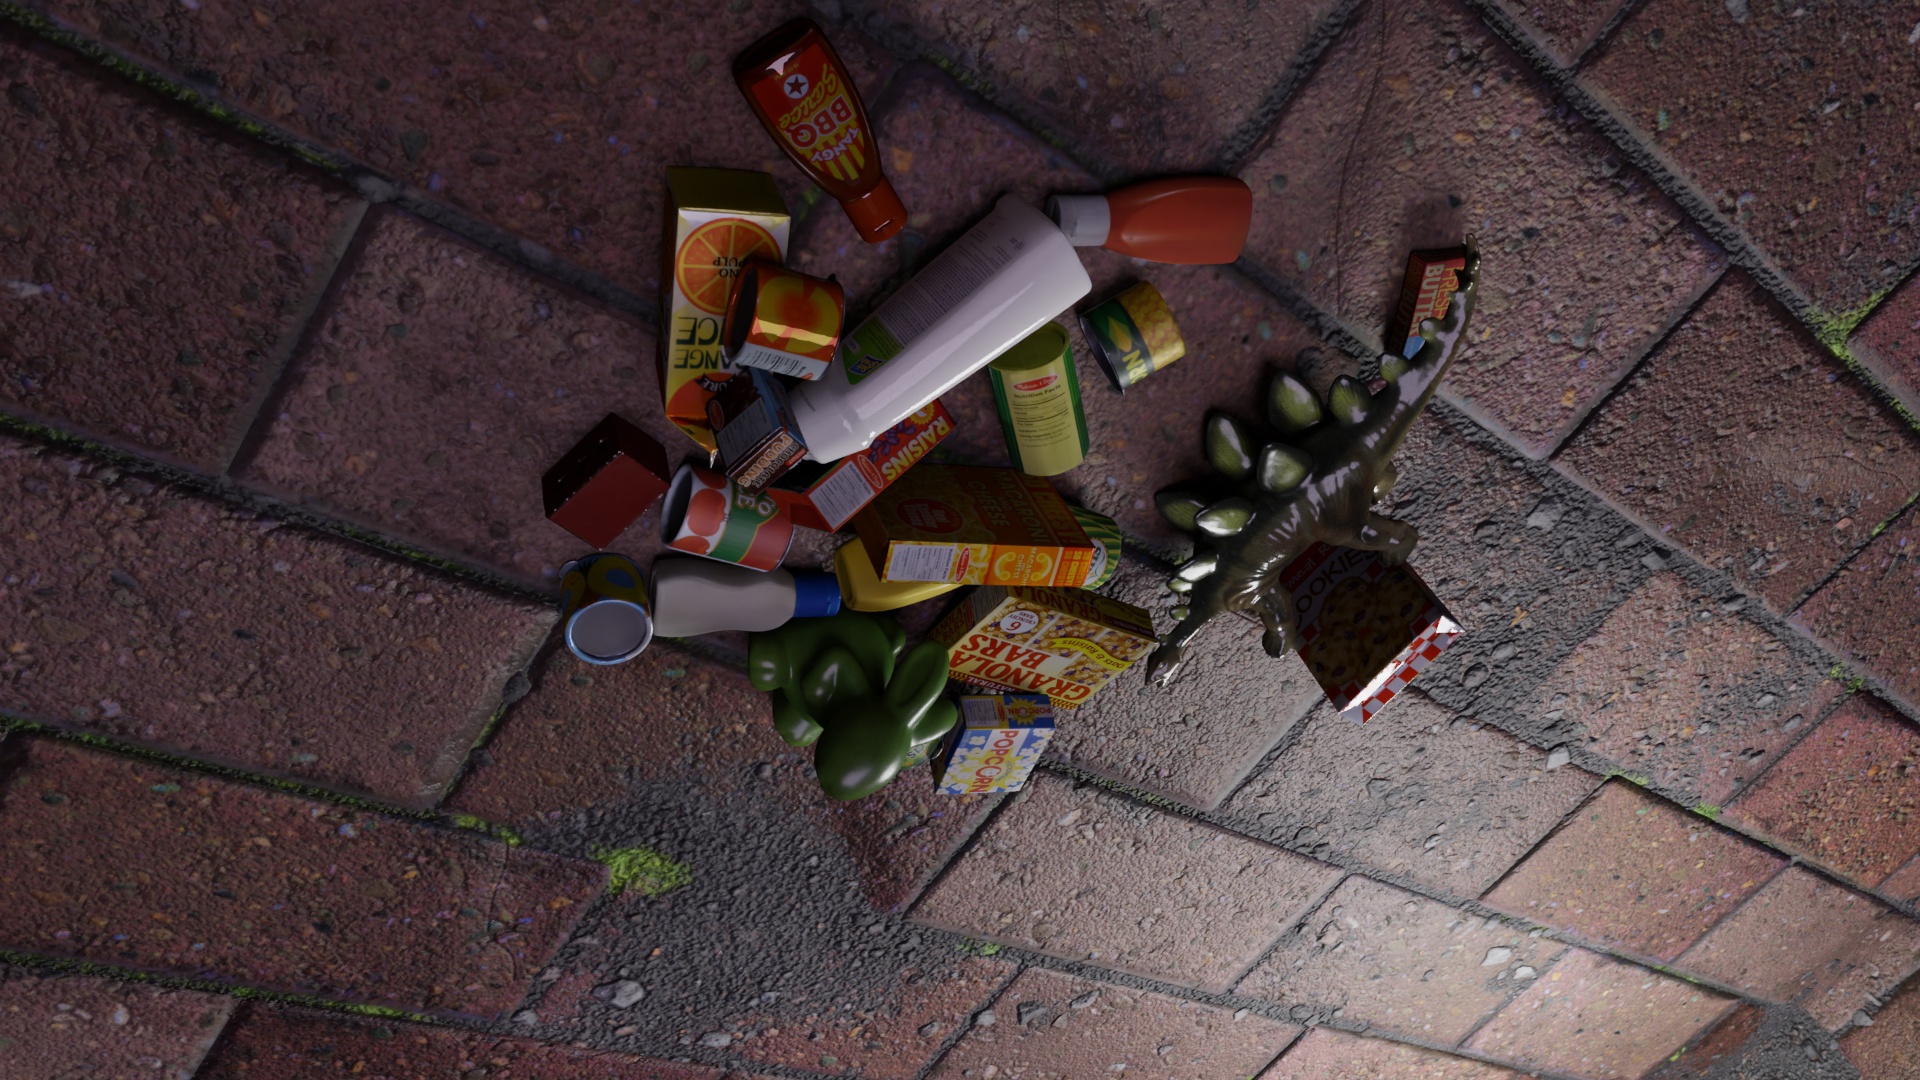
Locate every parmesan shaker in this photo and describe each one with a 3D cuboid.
[{"bbox_3d":[0.057,-0.108,1.064,0.071,0.071,0.102,-20,131,-5],"label":"parmesan shaker"}]

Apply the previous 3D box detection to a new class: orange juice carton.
[{"bbox_3d":[-0.166,-0.148,0.944,0.073,0.072,0.191,-1,126,-19],"label":"orange juice carton"}]

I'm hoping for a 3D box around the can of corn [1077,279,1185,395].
[{"bbox_3d":[0.131,-0.154,1.053,0.058,0.071,0.071,-29,130,1],"label":"can of corn"}]

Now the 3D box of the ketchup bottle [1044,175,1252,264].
[{"bbox_3d":[0.136,-0.233,1.012,0.149,0.044,0.064,-4,126,-17],"label":"ketchup bottle"}]

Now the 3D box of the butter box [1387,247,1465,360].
[{"bbox_3d":[0.391,-0.192,1.153,0.053,0.024,0.103,-9,129,-15],"label":"butter box"}]

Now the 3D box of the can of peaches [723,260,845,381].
[{"bbox_3d":[-0.112,-0.141,0.880,0.058,0.071,0.071,10,122,-26],"label":"can of peaches"}]

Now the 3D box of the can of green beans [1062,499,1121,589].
[{"bbox_3d":[0.092,0.003,1.161,0.058,0.071,0.071,19,117,-31],"label":"can of green beans"}]

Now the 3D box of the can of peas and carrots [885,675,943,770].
[{"bbox_3d":[-0.055,0.161,1.222,0.071,0.071,0.058,-38,129,10],"label":"can of peas and carrots"}]

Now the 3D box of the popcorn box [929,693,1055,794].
[{"bbox_3d":[0.028,0.186,1.269,0.085,0.038,0.126,0,144,-17],"label":"popcorn box"}]

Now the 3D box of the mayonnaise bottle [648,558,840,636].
[{"bbox_3d":[-0.172,0.044,1.110,0.148,0.041,0.064,-1,127,-22],"label":"mayonnaise bottle"}]

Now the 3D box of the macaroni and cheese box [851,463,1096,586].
[{"bbox_3d":[0.004,-0.013,1.076,0.167,0.124,0.040,3,121,-22],"label":"macaroni and cheese box"}]

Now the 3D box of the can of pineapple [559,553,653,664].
[{"bbox_3d":[-0.274,0.052,1.066,0.071,0.058,0.070,-10,129,-13],"label":"can of pineapple"}]

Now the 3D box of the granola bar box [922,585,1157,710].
[{"bbox_3d":[0.069,0.087,1.214,0.165,0.039,0.123,19,134,-31],"label":"granola bar box"}]

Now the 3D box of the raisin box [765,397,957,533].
[{"bbox_3d":[-0.073,-0.060,1.008,0.124,0.086,0.040,-42,111,-18],"label":"raisin box"}]

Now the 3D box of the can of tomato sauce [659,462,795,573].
[{"bbox_3d":[-0.174,-0.019,1.044,0.083,0.071,0.071,16,119,-29],"label":"can of tomato sauce"}]

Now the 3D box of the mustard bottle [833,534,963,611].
[{"bbox_3d":[-0.021,0.015,1.130,0.161,0.065,0.048,-11,169,-22],"label":"mustard bottle"}]

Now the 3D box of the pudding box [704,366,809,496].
[{"bbox_3d":[-0.134,-0.074,0.909,0.049,0.084,0.030,-40,131,11],"label":"pudding box"}]

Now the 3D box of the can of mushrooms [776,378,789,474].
[{"bbox_3d":[-0.138,-0.080,1.012,0.071,0.071,0.033,-42,128,13],"label":"can of mushrooms"}]

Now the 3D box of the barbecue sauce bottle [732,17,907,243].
[{"bbox_3d":[-0.084,-0.261,0.908,0.065,0.044,0.148,-32,130,4],"label":"barbecue sauce bottle"}]

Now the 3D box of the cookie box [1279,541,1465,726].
[{"bbox_3d":[0.353,0.064,1.240,0.040,0.168,0.122,29,112,-32],"label":"cookie box"}]
